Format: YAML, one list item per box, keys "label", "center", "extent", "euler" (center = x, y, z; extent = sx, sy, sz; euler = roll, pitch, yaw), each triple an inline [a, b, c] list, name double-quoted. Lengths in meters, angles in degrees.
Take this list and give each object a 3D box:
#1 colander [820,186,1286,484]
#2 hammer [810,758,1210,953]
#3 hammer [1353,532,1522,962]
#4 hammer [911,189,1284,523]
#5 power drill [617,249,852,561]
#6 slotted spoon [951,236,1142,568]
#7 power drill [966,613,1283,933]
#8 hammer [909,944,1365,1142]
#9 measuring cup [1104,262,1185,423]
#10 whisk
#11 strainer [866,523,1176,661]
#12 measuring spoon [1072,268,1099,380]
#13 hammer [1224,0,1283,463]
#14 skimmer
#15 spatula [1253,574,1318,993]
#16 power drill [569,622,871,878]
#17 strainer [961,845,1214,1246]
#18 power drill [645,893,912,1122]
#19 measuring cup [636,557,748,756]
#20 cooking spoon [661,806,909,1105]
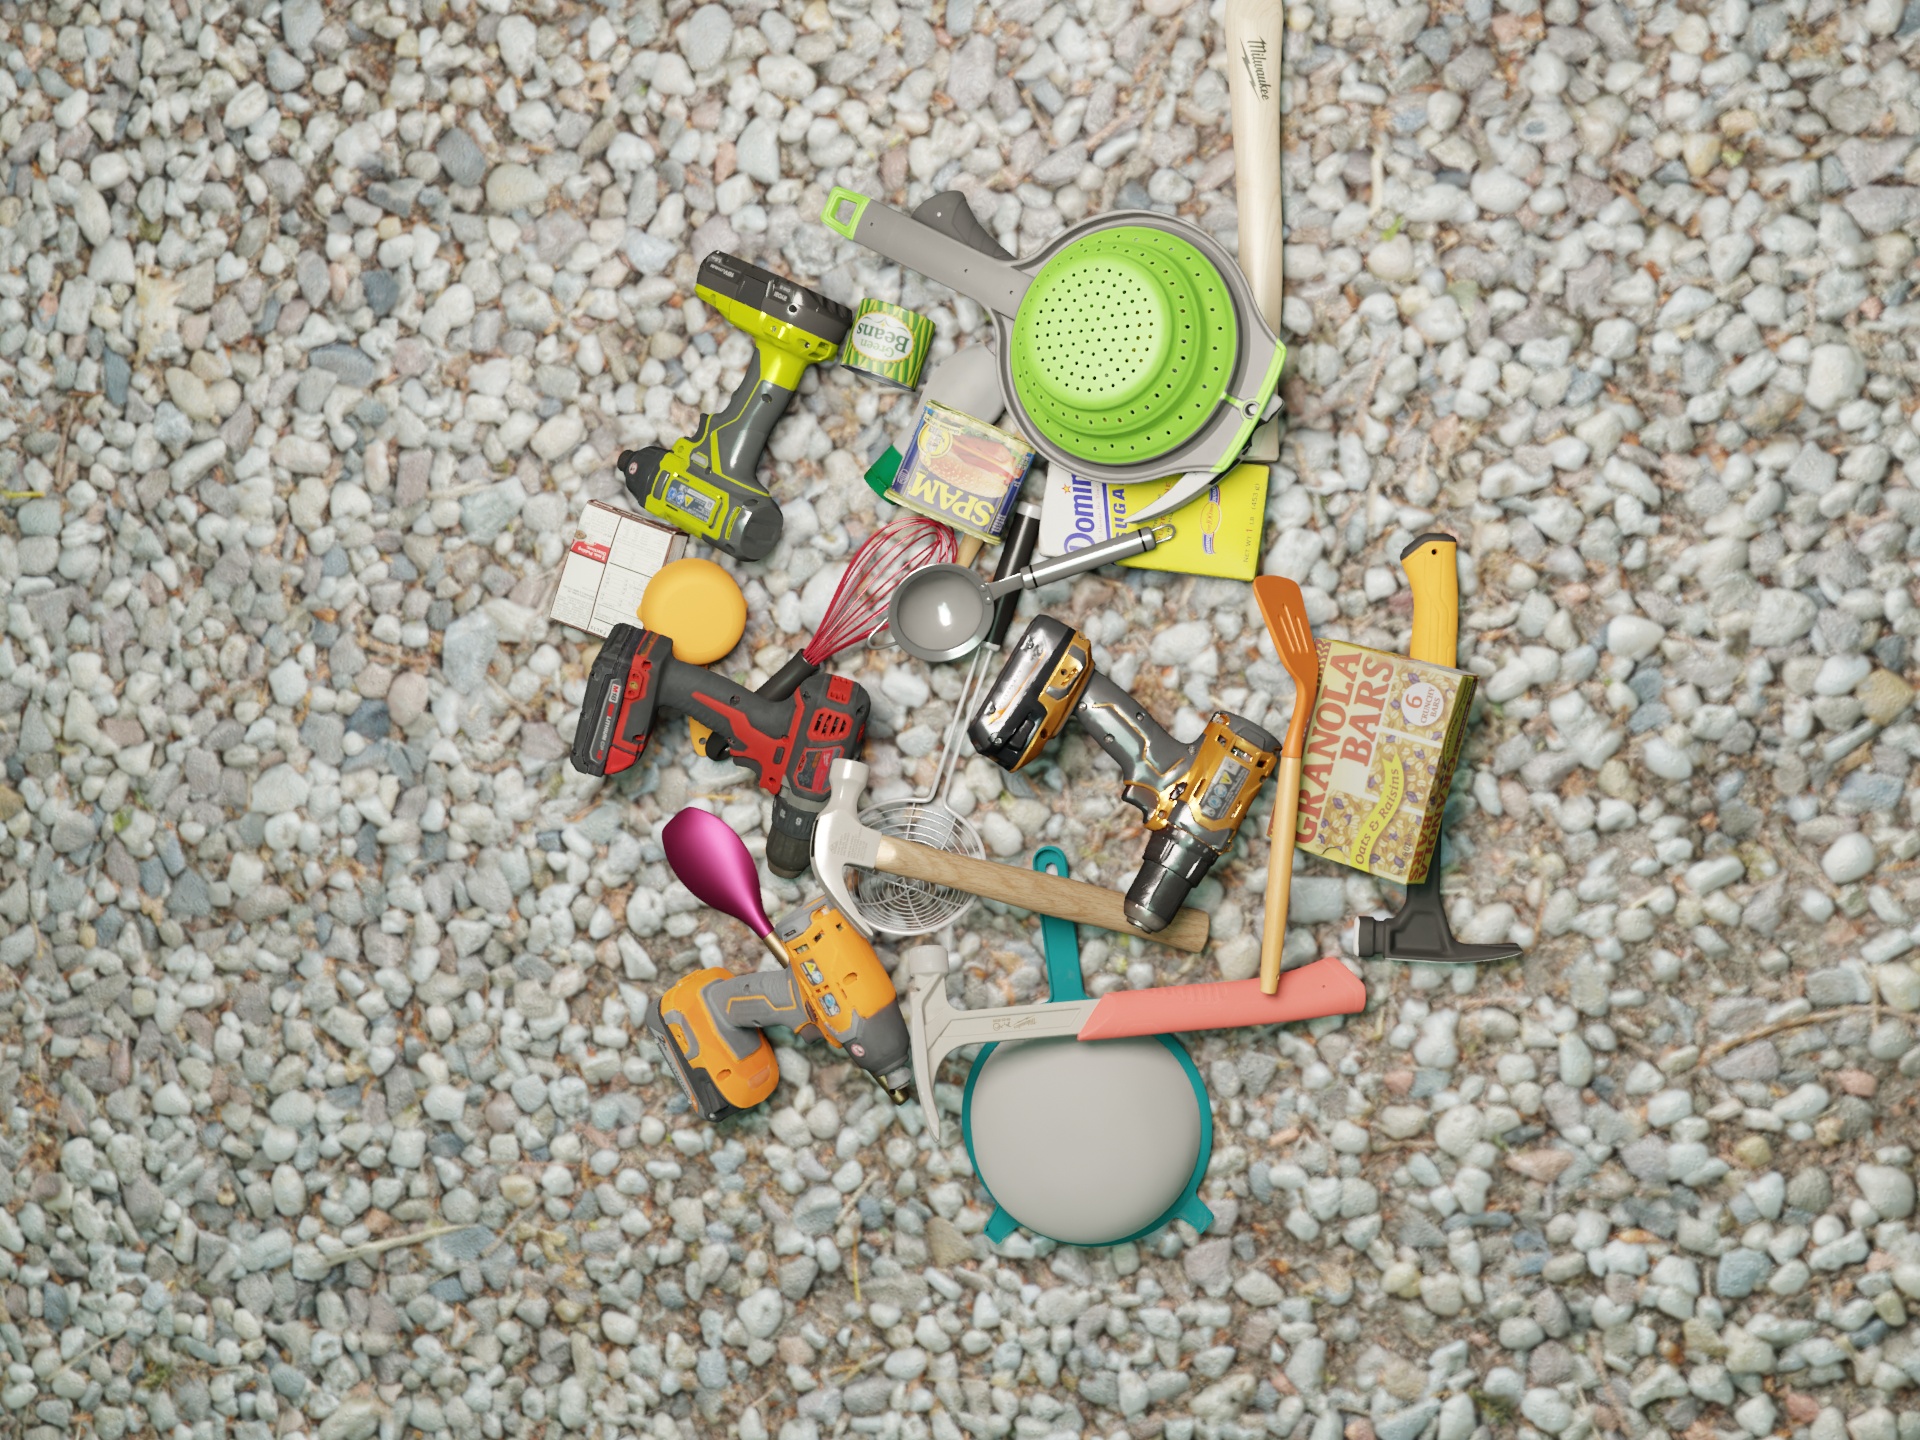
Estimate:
- label: "colander"
  center: [0.044, -0.319, 1.194]
  extent: [0.397, 0.094, 0.204]
  euler: [30, 104, 17]
- label: "hammer"
  center: [0.042, 0.134, 1.264]
  extent: [0.331, 0.031, 0.130]
  euler: [15, 77, -11]
- label: "hammer"
  center: [0.376, 0.022, 1.246]
  extent: [0.127, 0.034, 0.337]
  euler: [1, 93, 13]
- label: "hammer"
  center: [0.084, -0.299, 1.249]
  extent: [0.335, 0.035, 0.146]
  euler: [45, 108, 13]
- label: "power drill"
  center: [-0.195, -0.264, 1.325]
  extent: [0.171, 0.080, 0.223]
  euler: [30, 102, 29]
- label: "slotted spoon"
  center: [0.061, -0.250, 1.295]
  extent: [0.070, 0.031, 0.313]
  euler: [31, 104, 14]
- label: "power drill"
  center: [0.117, 0.043, 1.252]
  extent: [0.226, 0.084, 0.185]
  euler: [30, 83, -3]
- label: "hammer"
  center: [0.141, 0.239, 1.248]
  extent: [0.359, 0.036, 0.149]
  euler: [-4, 71, -5]
- label: "measuring cup"
  center: [0.150, -0.295, 1.284]
  extent: [0.062, 0.029, 0.156]
  euler: [34, 115, 35]
- label: "whisk"
  center: [-0.114, -0.065, 1.336]
  extent: [0.296, 0.073, 0.073]
  euler: [-43, 84, 17]
- label: "strainer"
  center: [0.047, -0.110, 1.264]
  extent: [0.258, 0.050, 0.086]
  euler: [-18, 120, 7]
- label: "measuring spoon"
  center: [0.102, -0.334, 1.300]
  extent: [0.034, 0.018, 0.124]
  euler: [3, 100, 3]
- label: "hammer"
  center: [0.244, -0.411, 1.252]
  extent: [0.146, 0.038, 0.410]
  euler: [0, 93, 11]
- label: "skimmer"
  center: [-0.002, -0.004, 1.297]
  extent: [0.127, 0.090, 0.363]
  euler: [19, 97, 11]
- label: "spatula"
  center: [0.245, 0.051, 1.227]
  extent: [0.041, 0.081, 0.322]
  euler: [9, 97, 36]
- label: "power drill"
  center: [-0.200, 0.028, 1.319]
  extent: [0.226, 0.080, 0.187]
  euler: [16, 117, -6]
- label: "strainer"
  center: [0.088, 0.275, 1.290]
  extent: [0.211, 0.095, 0.340]
  euler: [-7, 93, 13]
- label: "power drill"
  center: [-0.142, 0.252, 1.307]
  extent: [0.226, 0.084, 0.164]
  euler: [-31, 88, 35]
- label: "measuring cup"
  center: [-0.223, -0.049, 1.351]
  extent: [0.095, 0.052, 0.173]
  euler: [-5, 102, -13]
- label: "cooking spoon"
  center: [-0.150, 0.205, 1.377]
  extent: [0.068, 0.017, 0.319]
  euler: [-42, 84, 12]
